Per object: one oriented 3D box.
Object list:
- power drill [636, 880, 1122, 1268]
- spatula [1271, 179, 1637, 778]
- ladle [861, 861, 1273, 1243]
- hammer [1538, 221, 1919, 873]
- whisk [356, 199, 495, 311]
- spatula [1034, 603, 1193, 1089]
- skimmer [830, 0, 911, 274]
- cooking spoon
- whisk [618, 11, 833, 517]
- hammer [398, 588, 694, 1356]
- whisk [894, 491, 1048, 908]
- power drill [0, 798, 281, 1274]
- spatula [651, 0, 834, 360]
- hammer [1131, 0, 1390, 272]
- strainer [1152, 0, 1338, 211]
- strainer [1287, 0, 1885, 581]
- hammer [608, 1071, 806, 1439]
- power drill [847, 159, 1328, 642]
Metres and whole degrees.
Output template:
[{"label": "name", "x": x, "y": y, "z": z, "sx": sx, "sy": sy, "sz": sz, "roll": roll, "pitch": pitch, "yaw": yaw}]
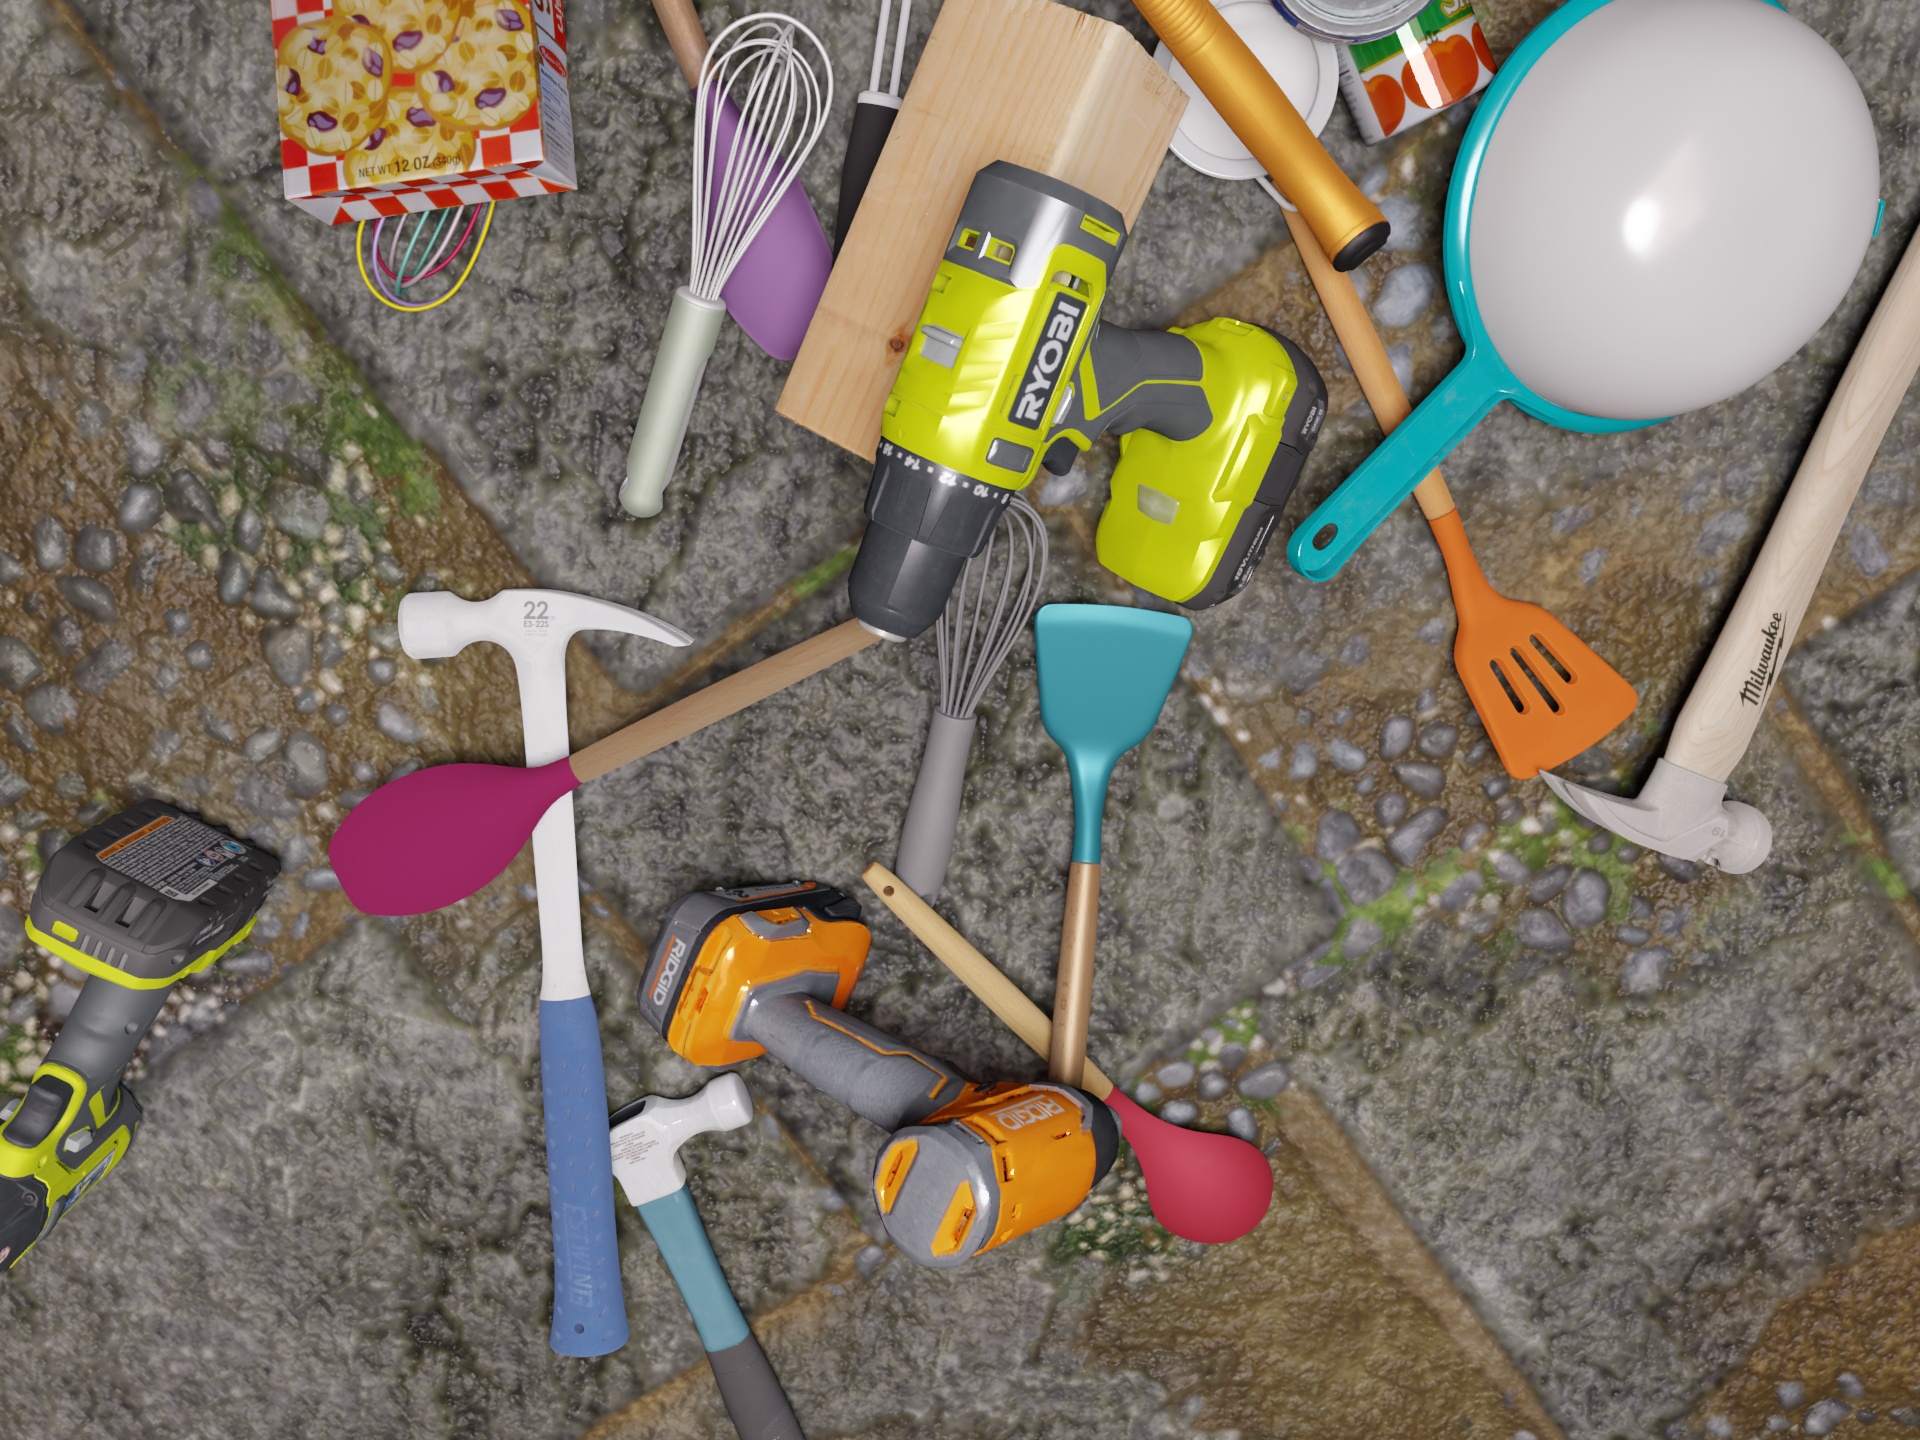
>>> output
[{"label": "power drill", "x": -0.031, "y": 0.166, "z": 0.779, "sx": 0.227, "sy": 0.164, "sz": 0.084, "roll": 32, "pitch": 106, "yaw": 31}, {"label": "spatula", "x": 0.235, "y": -0.125, "z": 0.792, "sx": 0.081, "sy": 0.041, "sz": 0.322, "roll": -31, "pitch": 101, "yaw": -8}, {"label": "ladle", "x": 0.061, "y": 0.183, "z": 0.859, "sx": 0.069, "sy": 0.031, "sz": 0.315, "roll": -44, "pitch": 104, "yaw": 5}, {"label": "hammer", "x": 0.423, "y": -0.125, "z": 0.780, "sx": 0.146, "sy": 0.038, "sz": 0.410, "roll": 16, "pitch": 101, "yaw": -29}, {"label": "whisk", "x": -0.217, "y": -0.305, "z": 0.741, "sx": 0.047, "sy": 0.051, "sz": 0.245, "roll": 28, "pitch": 99, "yaw": -2}, {"label": "spatula", "x": 0.063, "y": 0.100, "z": 0.824, "sx": 0.082, "sy": 0.044, "sz": 0.317, "roll": 5, "pitch": 89, "yaw": -7}, {"label": "skimmer", "x": -0.018, "y": -0.341, "z": 0.707, "sx": 0.127, "sy": 0.090, "sz": 0.363, "roll": 4, "pitch": 105, "yaw": -22}, {"label": "cooking spoon", "x": -0.168, "y": 0.013, "z": 0.787, "sx": 0.319, "sy": 0.017, "sz": 0.068, "roll": -26, "pitch": 96, "yaw": 3}, {"label": "whisk", "x": -0.119, "y": -0.206, "z": 0.749, "sx": 0.059, "sy": 0.058, "sz": 0.246, "roll": 15, "pitch": 116, "yaw": -16}, {"label": "hammer", "x": -0.201, "y": 0.133, "z": 0.830, "sx": 0.144, "sy": 0.035, "sz": 0.405, "roll": -3, "pitch": 97, "yaw": -1}, {"label": "whisk", "x": -0.001, "y": -0.003, "z": 0.819, "sx": 0.055, "sy": 0.055, "sz": 0.239, "roll": 12, "pitch": 108, "yaw": -4}, {"label": "power drill", "x": -0.437, "y": 0.163, "z": 0.787, "sx": 0.080, "sy": 0.171, "sz": 0.223, "roll": 28, "pitch": 98, "yaw": -8}, {"label": "spatula", "x": -0.130, "y": -0.319, "z": 0.736, "sx": 0.060, "sy": 0.018, "sz": 0.315, "roll": -21, "pitch": 110, "yaw": 0}, {"label": "hammer", "x": 0.074, "y": -0.315, "z": 0.666, "sx": 0.034, "sy": 0.127, "sz": 0.336, "roll": -38, "pitch": 122, "yaw": 23}, {"label": "strainer", "x": 0.095, "y": -0.346, "z": 0.711, "sx": 0.087, "sy": 0.050, "sz": 0.258, "roll": -24, "pitch": 121, "yaw": 23}, {"label": "strainer", "x": 0.289, "y": -0.181, "z": 0.717, "sx": 0.340, "sy": 0.095, "sz": 0.210, "roll": -46, "pitch": 117, "yaw": 2}, {"label": "hammer", "x": -0.127, "y": 0.365, "z": 0.910, "sx": 0.128, "sy": 0.033, "sz": 0.331, "roll": -20, "pitch": 103, "yaw": 3}, {"label": "power drill", "x": 0.054, "y": -0.117, "z": 0.701, "sx": 0.080, "sy": 0.228, "sz": 0.190, "roll": 33, "pitch": 107, "yaw": 37}]
